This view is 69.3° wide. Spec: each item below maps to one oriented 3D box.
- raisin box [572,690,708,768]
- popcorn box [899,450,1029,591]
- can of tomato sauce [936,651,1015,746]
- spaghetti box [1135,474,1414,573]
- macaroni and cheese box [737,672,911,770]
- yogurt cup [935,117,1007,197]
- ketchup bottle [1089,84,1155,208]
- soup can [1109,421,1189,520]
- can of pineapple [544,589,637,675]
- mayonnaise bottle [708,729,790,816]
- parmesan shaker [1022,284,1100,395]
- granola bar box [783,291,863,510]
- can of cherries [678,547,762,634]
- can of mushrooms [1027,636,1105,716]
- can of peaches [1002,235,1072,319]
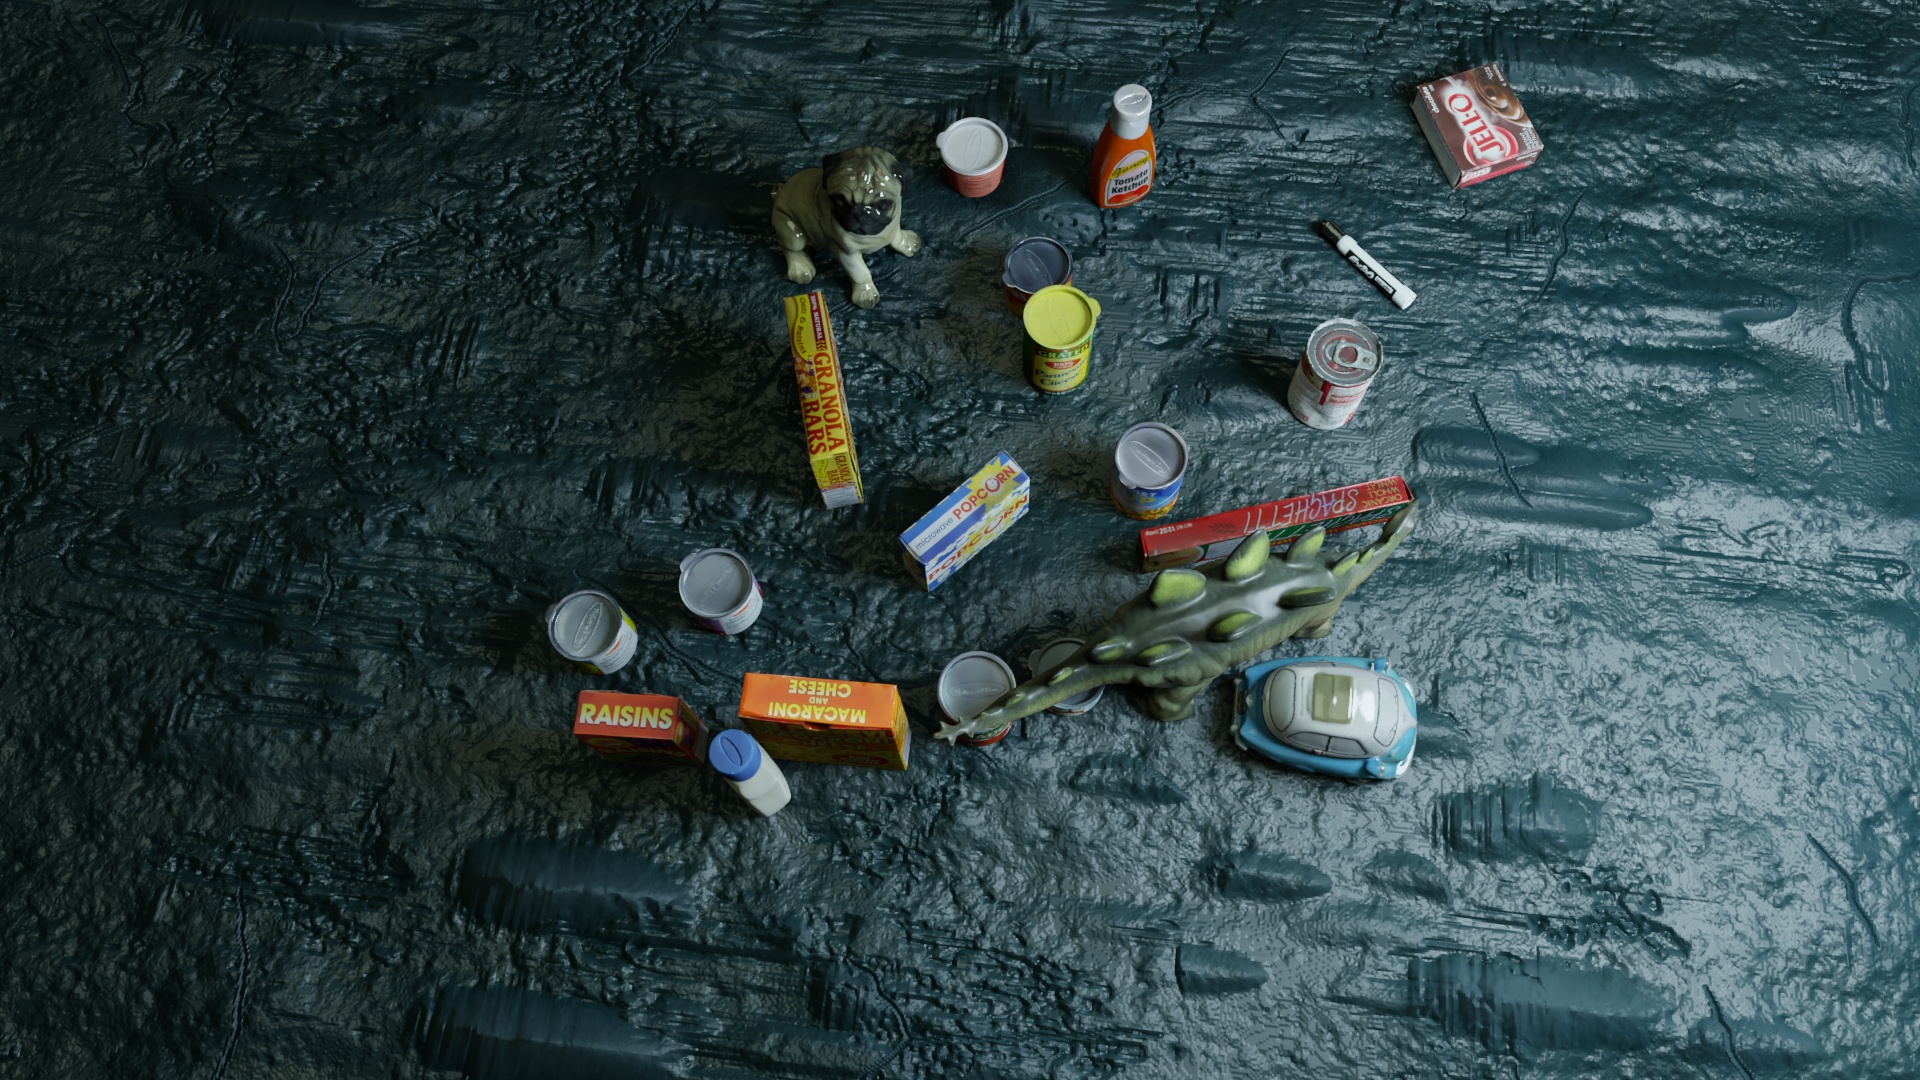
[{"bbox_3d":[-0.269,0.162,1.184,0.086,0.123,0.040,4,70,3],"label":"raisin box"},{"bbox_3d":[0.005,-0.016,1.261,0.127,0.085,0.038,-40,74,-12],"label":"popcorn box"},{"bbox_3d":[0.015,0.140,1.204,0.071,0.083,0.071,-1,70,2],"label":"can of tomato sauce"},{"bbox_3d":[0.285,-0.014,1.270,0.250,0.050,0.029,-12,70,-3],"label":"spaghetti box"},{"bbox_3d":[-0.108,0.154,1.159,0.124,0.166,0.040,4,70,4],"label":"macaroni and cheese box"},{"bbox_3d":[0.014,-0.387,1.415,0.072,0.053,0.072,-1,70,2],"label":"yogurt cup"},{"bbox_3d":[0.162,-0.386,1.359,0.065,0.148,0.043,-21,71,-5],"label":"ketchup bottle"},{"bbox_3d":[0.169,-0.060,1.273,0.071,0.083,0.071,-1,70,2],"label":"soup can"},{"bbox_3d":[-0.331,0.082,1.250,0.071,0.057,0.071,-1,70,2],"label":"can of pineapple"},{"bbox_3d":[-0.178,0.190,1.157,0.041,0.147,0.065,-36,73,-10],"label":"mayonnaise bottle"},{"bbox_3d":[0.095,-0.187,1.312,0.071,0.102,0.071,-1,70,2],"label":"parmesan shaker"},{"bbox_3d":[-0.126,-0.128,1.286,0.039,0.123,0.166,-11,70,-2],"label":"granola bar box"},{"bbox_3d":[-0.218,0.045,1.260,0.071,0.058,0.072,-1,70,2],"label":"can of cherries"},{"bbox_3d":[0.094,0.120,1.235,0.071,0.033,0.071,-1,70,2],"label":"can of mushrooms"},{"bbox_3d":[0.074,-0.255,1.362,0.071,0.058,0.071,-1,70,2],"label":"can of peaches"}]
